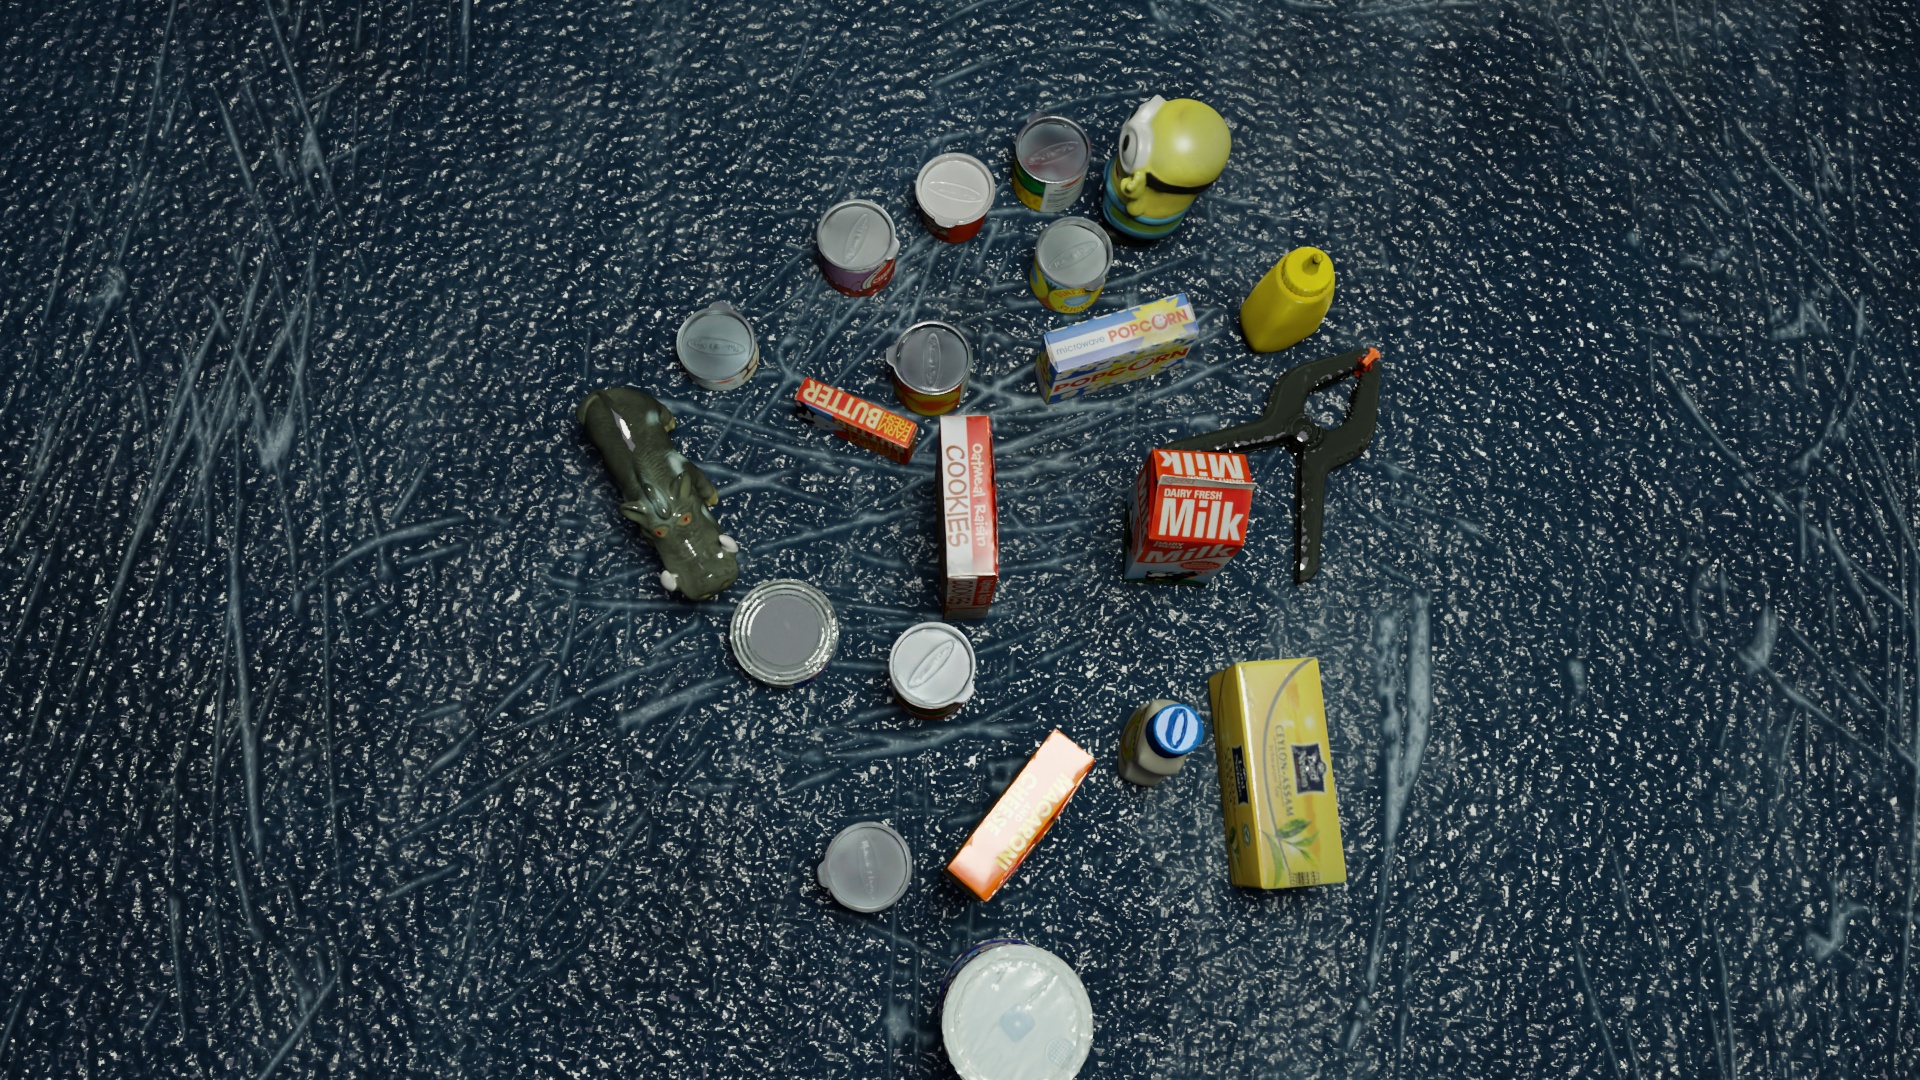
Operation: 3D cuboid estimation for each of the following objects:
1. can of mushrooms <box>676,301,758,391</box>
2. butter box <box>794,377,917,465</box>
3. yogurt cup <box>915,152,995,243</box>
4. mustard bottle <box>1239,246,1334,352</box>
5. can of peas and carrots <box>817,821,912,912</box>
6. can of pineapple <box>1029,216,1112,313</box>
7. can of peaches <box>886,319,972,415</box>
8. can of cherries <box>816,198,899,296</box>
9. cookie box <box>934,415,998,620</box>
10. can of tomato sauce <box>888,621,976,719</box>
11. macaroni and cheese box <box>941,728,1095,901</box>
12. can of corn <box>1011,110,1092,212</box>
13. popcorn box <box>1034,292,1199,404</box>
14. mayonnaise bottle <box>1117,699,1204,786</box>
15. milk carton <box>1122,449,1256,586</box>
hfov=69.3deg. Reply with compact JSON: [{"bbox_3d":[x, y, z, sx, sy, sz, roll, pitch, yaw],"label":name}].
[{"bbox_3d":[-0.205,-0.164,1.178,0.071,0.033,0.071,1,76,-2],"label":"can of mushrooms"},{"bbox_3d":[-0.086,-0.099,1.156,0.103,0.053,0.024,23,76,4],"label":"butter box"},{"bbox_3d":[-0.005,-0.295,1.210,0.072,0.054,0.072,1,76,-2],"label":"yogurt cup"},{"bbox_3d":[0.275,-0.204,1.144,0.065,0.160,0.049,-18,77,-6],"label":"mustard bottle"},{"bbox_3d":[-0.073,0.251,1.063,0.071,0.058,0.071,1,76,-2],"label":"can of peas and carrots"},{"bbox_3d":[0.095,-0.235,1.197,0.071,0.057,0.071,1,76,-2],"label":"can of pineapple"},{"bbox_3d":[-0.027,-0.144,1.168,0.071,0.058,0.071,1,76,-2],"label":"can of peaches"},{"bbox_3d":[-0.086,-0.248,1.192,0.071,0.058,0.071,1,76,-2],"label":"can of cherries"},{"bbox_3d":[0.004,-0.014,1.079,0.040,0.167,0.123,-3,76,-3],"label":"cookie box"},{"bbox_3d":[-0.021,0.105,1.091,0.071,0.083,0.071,1,76,-2],"label":"can of tomato sauce"},{"bbox_3d":[0.040,0.206,1.024,0.040,0.166,0.124,38,78,7],"label":"macaroni and cheese box"},{"bbox_3d":[0.078,-0.332,1.221,0.071,0.058,0.071,1,76,-2],"label":"can of corn"},{"bbox_3d":[0.129,-0.159,1.164,0.127,0.085,0.038,-17,77,-7],"label":"popcorn box"},{"bbox_3d":[0.151,0.150,1.053,0.041,0.147,0.065,16,76,2],"label":"mayonnaise bottle"},{"bbox_3d":[0.174,-0.020,1.076,0.072,0.190,0.073,4,76,-1],"label":"milk carton"}]
